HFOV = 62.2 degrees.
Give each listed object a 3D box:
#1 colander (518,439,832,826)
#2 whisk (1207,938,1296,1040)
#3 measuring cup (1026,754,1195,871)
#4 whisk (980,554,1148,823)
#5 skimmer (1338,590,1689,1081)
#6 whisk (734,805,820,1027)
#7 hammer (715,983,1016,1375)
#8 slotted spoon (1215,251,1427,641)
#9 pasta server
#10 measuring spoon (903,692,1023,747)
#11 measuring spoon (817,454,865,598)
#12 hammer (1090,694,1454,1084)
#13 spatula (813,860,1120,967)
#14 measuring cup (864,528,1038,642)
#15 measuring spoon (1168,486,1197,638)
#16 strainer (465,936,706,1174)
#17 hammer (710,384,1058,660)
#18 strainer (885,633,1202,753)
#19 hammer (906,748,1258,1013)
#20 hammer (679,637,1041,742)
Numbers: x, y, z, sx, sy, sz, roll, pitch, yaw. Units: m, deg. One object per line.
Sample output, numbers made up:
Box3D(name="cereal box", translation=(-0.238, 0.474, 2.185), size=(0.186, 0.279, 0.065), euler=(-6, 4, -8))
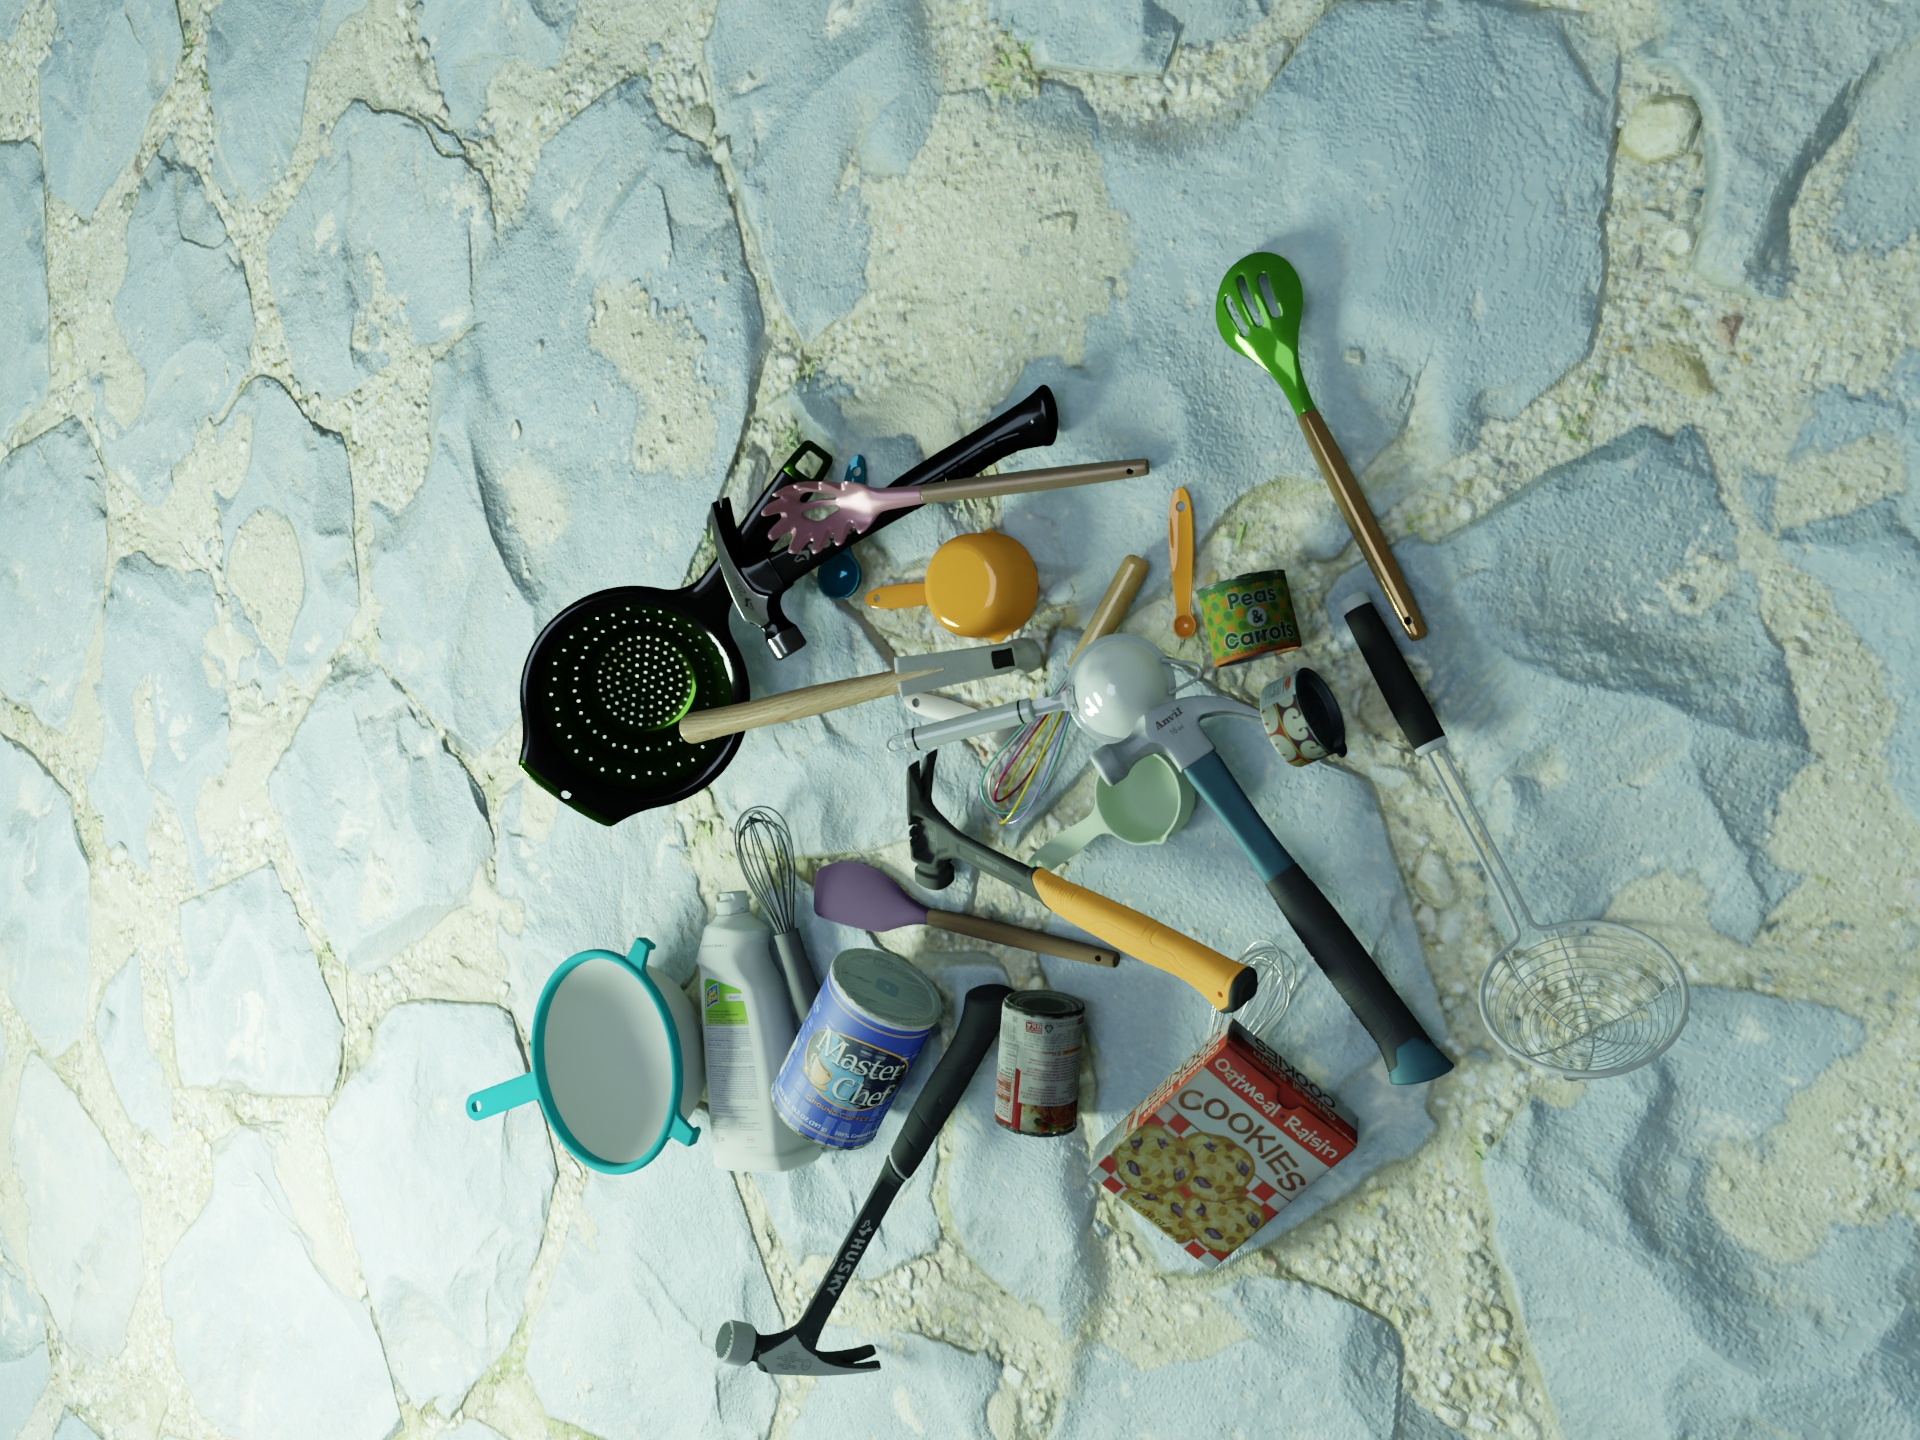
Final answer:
Box3D(name="colander", translation=(-0.246, -0.092, 1.460), size=(0.204, 0.094, 0.397), euler=(36, 96, -12))
Box3D(name="whisk", translation=(0.191, 0.273, 1.219), size=(0.246, 0.057, 0.059), euler=(-67, 26, 21))
Box3D(name="measuring cup", translation=(0.117, 0.080, 1.258), size=(0.167, 0.038, 0.083), euler=(-39, 72, 35))
Box3D(name="whisk", translation=(0.083, -0.023, 1.272), size=(0.051, 0.047, 0.245), euler=(32, 106, 16))
Box3D(name="skimmer", translation=(0.350, 0.064, 1.065), size=(0.127, 0.090, 0.363), euler=(-24, 75, 0))
Box3D(name="whisk", translation=(-0.155, 0.193, 1.446), size=(0.055, 0.055, 0.239), euler=(-18, 88, 34))
Box3D(name="hammer", translation=(-0.057, 0.400, 1.365), size=(0.409, 0.149, 0.036), euler=(-61, 25, 12))
Box3D(name="slotted spoon", translation=(0.262, -0.200, 1.145), size=(0.070, 0.031, 0.314), euler=(-30, 78, 32))
Box3D(name="pasta server", translation=(-0.006, -0.181, 1.273), size=(0.316, 0.040, 0.060), euler=(-4, 119, 18))
Box3D(name="measuring spoon", translation=(-0.002, -0.004, 1.342), size=(0.124, 0.018, 0.034), euler=(15, 102, 33))
Box3D(name="measuring spoon", translation=(-0.096, -0.169, 1.399), size=(0.042, 0.021, 0.128), euler=(10, 90, 24))
Box3D(name="hammer", translation=(0.240, 0.123, 1.157), size=(0.128, 0.033, 0.331), euler=(-35, 78, 1))
Box3D(name="spatula", translation=(-0.004, 0.170, 1.356), size=(0.316, 0.018, 0.060), euler=(9, 98, 34))
Box3D(name="measuring cup", translation=(-0.022, -0.108, 1.326), size=(0.174, 0.052, 0.095), euler=(-3, 92, 32))
Box3D(name="measuring spoon", translation=(0.172, -0.121, 1.223), size=(0.021, 0.011, 0.117), euler=(-3, 88, 35))
Box3D(name="strainer", translation=(-0.358, 0.342, 1.565), size=(0.340, 0.095, 0.211), euler=(-25, 76, 36))
Box3D(name="hammer", translation=(-0.063, -0.185, 1.329), size=(0.335, 0.035, 0.146), euler=(-28, 97, 24))
Box3D(name="strainer", translation=(0.059, -0.008, 1.238), size=(0.258, 0.050, 0.087), euler=(-15, 83, 18))
Box3D(name="hammer", translation=(0.084, 0.133, 1.234), size=(0.337, 0.034, 0.127), euler=(24, 131, 38))
Box3D(name="hammer", translation=(-0.104, -0.021, 1.331), size=(0.331, 0.130, 0.031), euler=(-12, 90, 31))
